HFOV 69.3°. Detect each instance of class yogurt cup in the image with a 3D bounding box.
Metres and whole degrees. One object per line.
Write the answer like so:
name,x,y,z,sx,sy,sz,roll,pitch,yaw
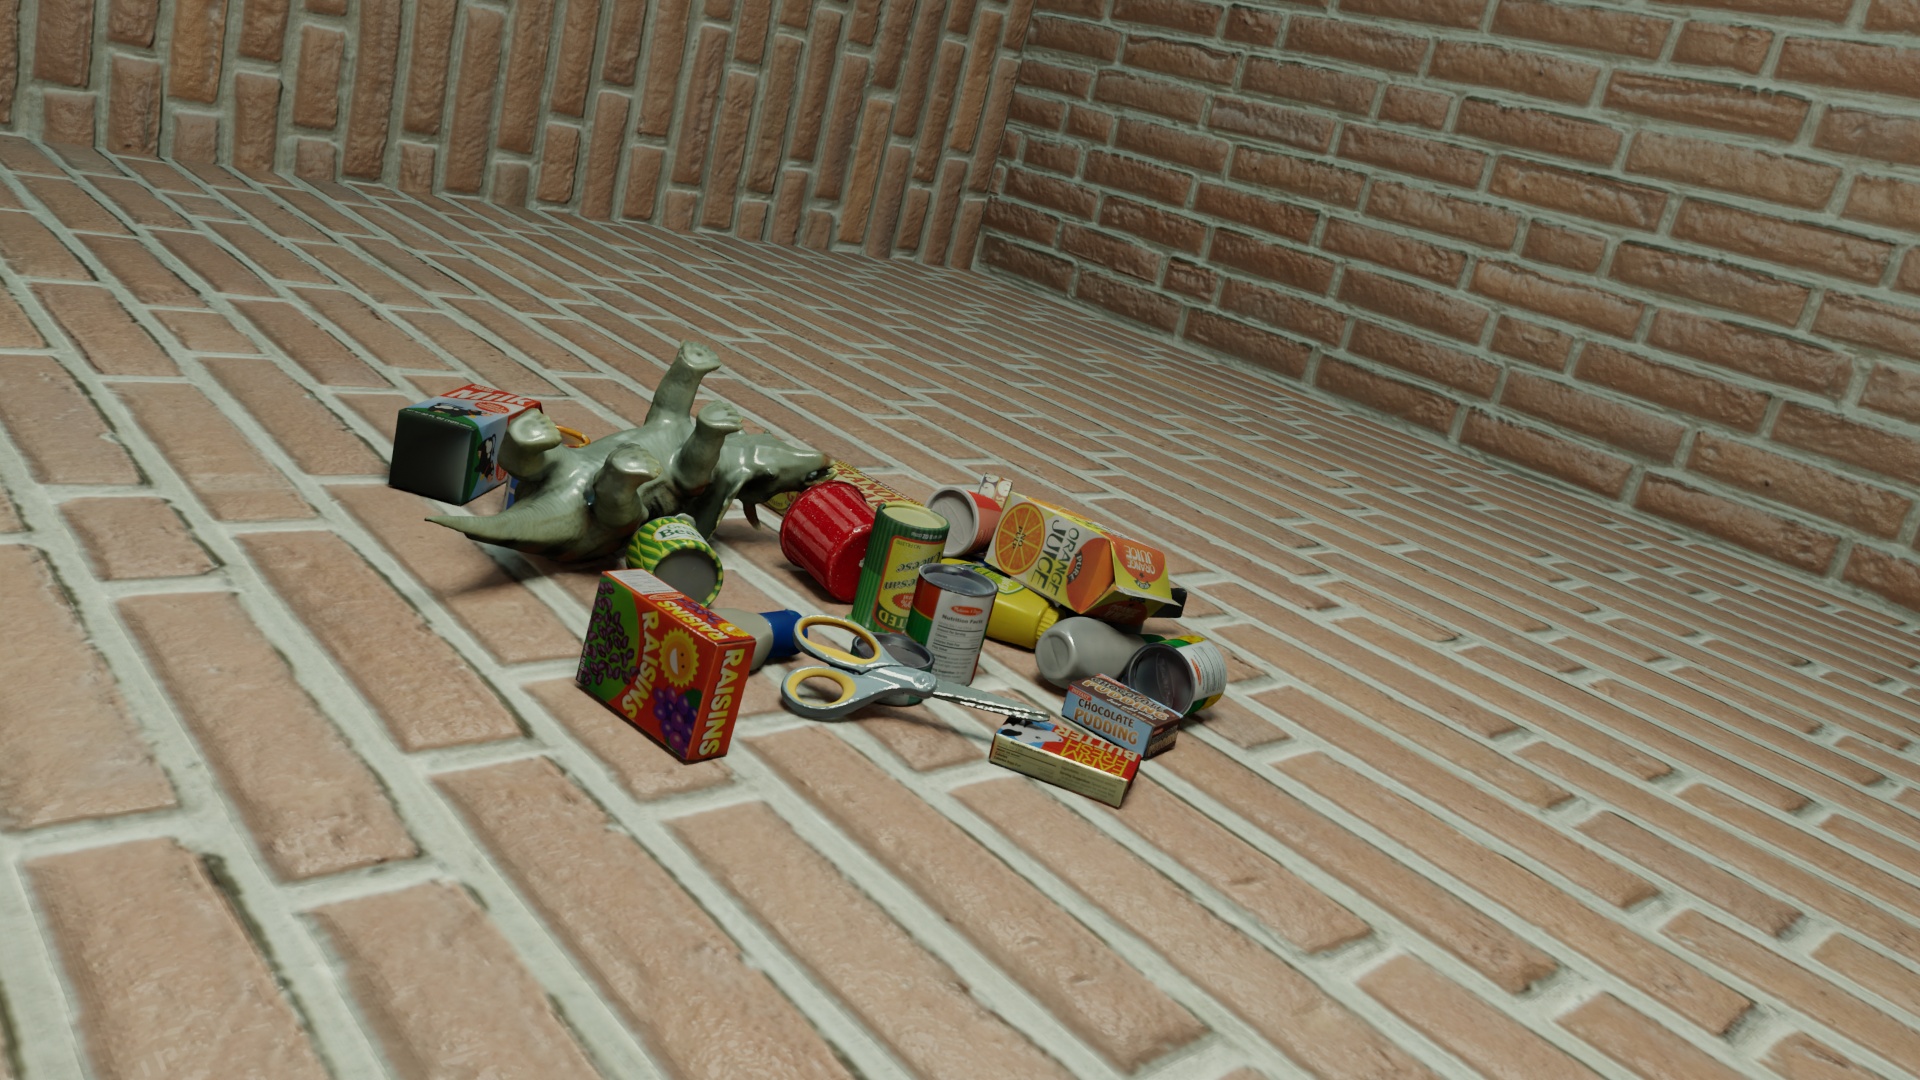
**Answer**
yogurt cup,0.005,-0.017,1.317,0.072,0.072,0.054,27,14,36

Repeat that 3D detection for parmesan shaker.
parmesan shaker,-0.054,0.025,1.199,0.071,0.102,0.071,13,17,-4

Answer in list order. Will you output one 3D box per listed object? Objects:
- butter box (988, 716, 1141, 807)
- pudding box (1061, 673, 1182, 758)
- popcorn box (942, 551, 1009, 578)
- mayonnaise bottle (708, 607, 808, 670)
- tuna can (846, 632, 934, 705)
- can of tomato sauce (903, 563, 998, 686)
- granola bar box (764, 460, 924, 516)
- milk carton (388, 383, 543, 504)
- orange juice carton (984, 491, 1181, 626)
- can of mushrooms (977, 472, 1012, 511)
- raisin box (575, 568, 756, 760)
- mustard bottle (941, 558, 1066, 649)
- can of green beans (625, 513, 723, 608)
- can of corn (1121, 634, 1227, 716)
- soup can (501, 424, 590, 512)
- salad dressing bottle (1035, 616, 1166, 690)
butter box,0.077,0.159,1.017,0.103,0.024,0.053,18,18,12
pudding box,0.130,0.140,1.112,0.084,0.030,0.050,26,20,33
popcorn box,-0.014,0.022,1.355,0.127,0.038,0.085,16,16,5
mayonnaise bottle,-0.181,0.076,1.044,0.065,0.041,0.148,30,22,37
tuna can,-0.055,0.099,1.085,0.071,0.032,0.071,13,17,-4
can of tomato sauce,-0.011,0.068,1.133,0.071,0.082,0.071,13,17,-4
granola bar box,-0.124,-0.038,1.453,0.124,0.039,0.166,-5,25,-45
milk carton,-0.457,-0.098,1.315,0.072,0.073,0.191,15,17,2
orange juice carton,0.112,0.022,1.246,0.072,0.073,0.193,15,8,-37
can of mushrooms,0.033,-0.039,1.538,0.033,0.070,0.071,17,17,4
raisin box,-0.199,0.082,0.934,0.123,0.086,0.040,26,15,34
mustard bottle,0.044,0.063,1.252,0.160,0.048,0.065,21,20,21
can of green beans,-0.232,0.022,1.130,0.071,0.071,0.058,4,20,-31
can of corn,0.181,0.116,1.173,0.071,0.071,0.058,26,20,34
soup can,-0.365,-0.055,1.234,0.071,0.083,0.071,14,17,-4
salad dressing bottle,0.128,0.099,1.203,0.148,0.044,0.064,5,60,-46
